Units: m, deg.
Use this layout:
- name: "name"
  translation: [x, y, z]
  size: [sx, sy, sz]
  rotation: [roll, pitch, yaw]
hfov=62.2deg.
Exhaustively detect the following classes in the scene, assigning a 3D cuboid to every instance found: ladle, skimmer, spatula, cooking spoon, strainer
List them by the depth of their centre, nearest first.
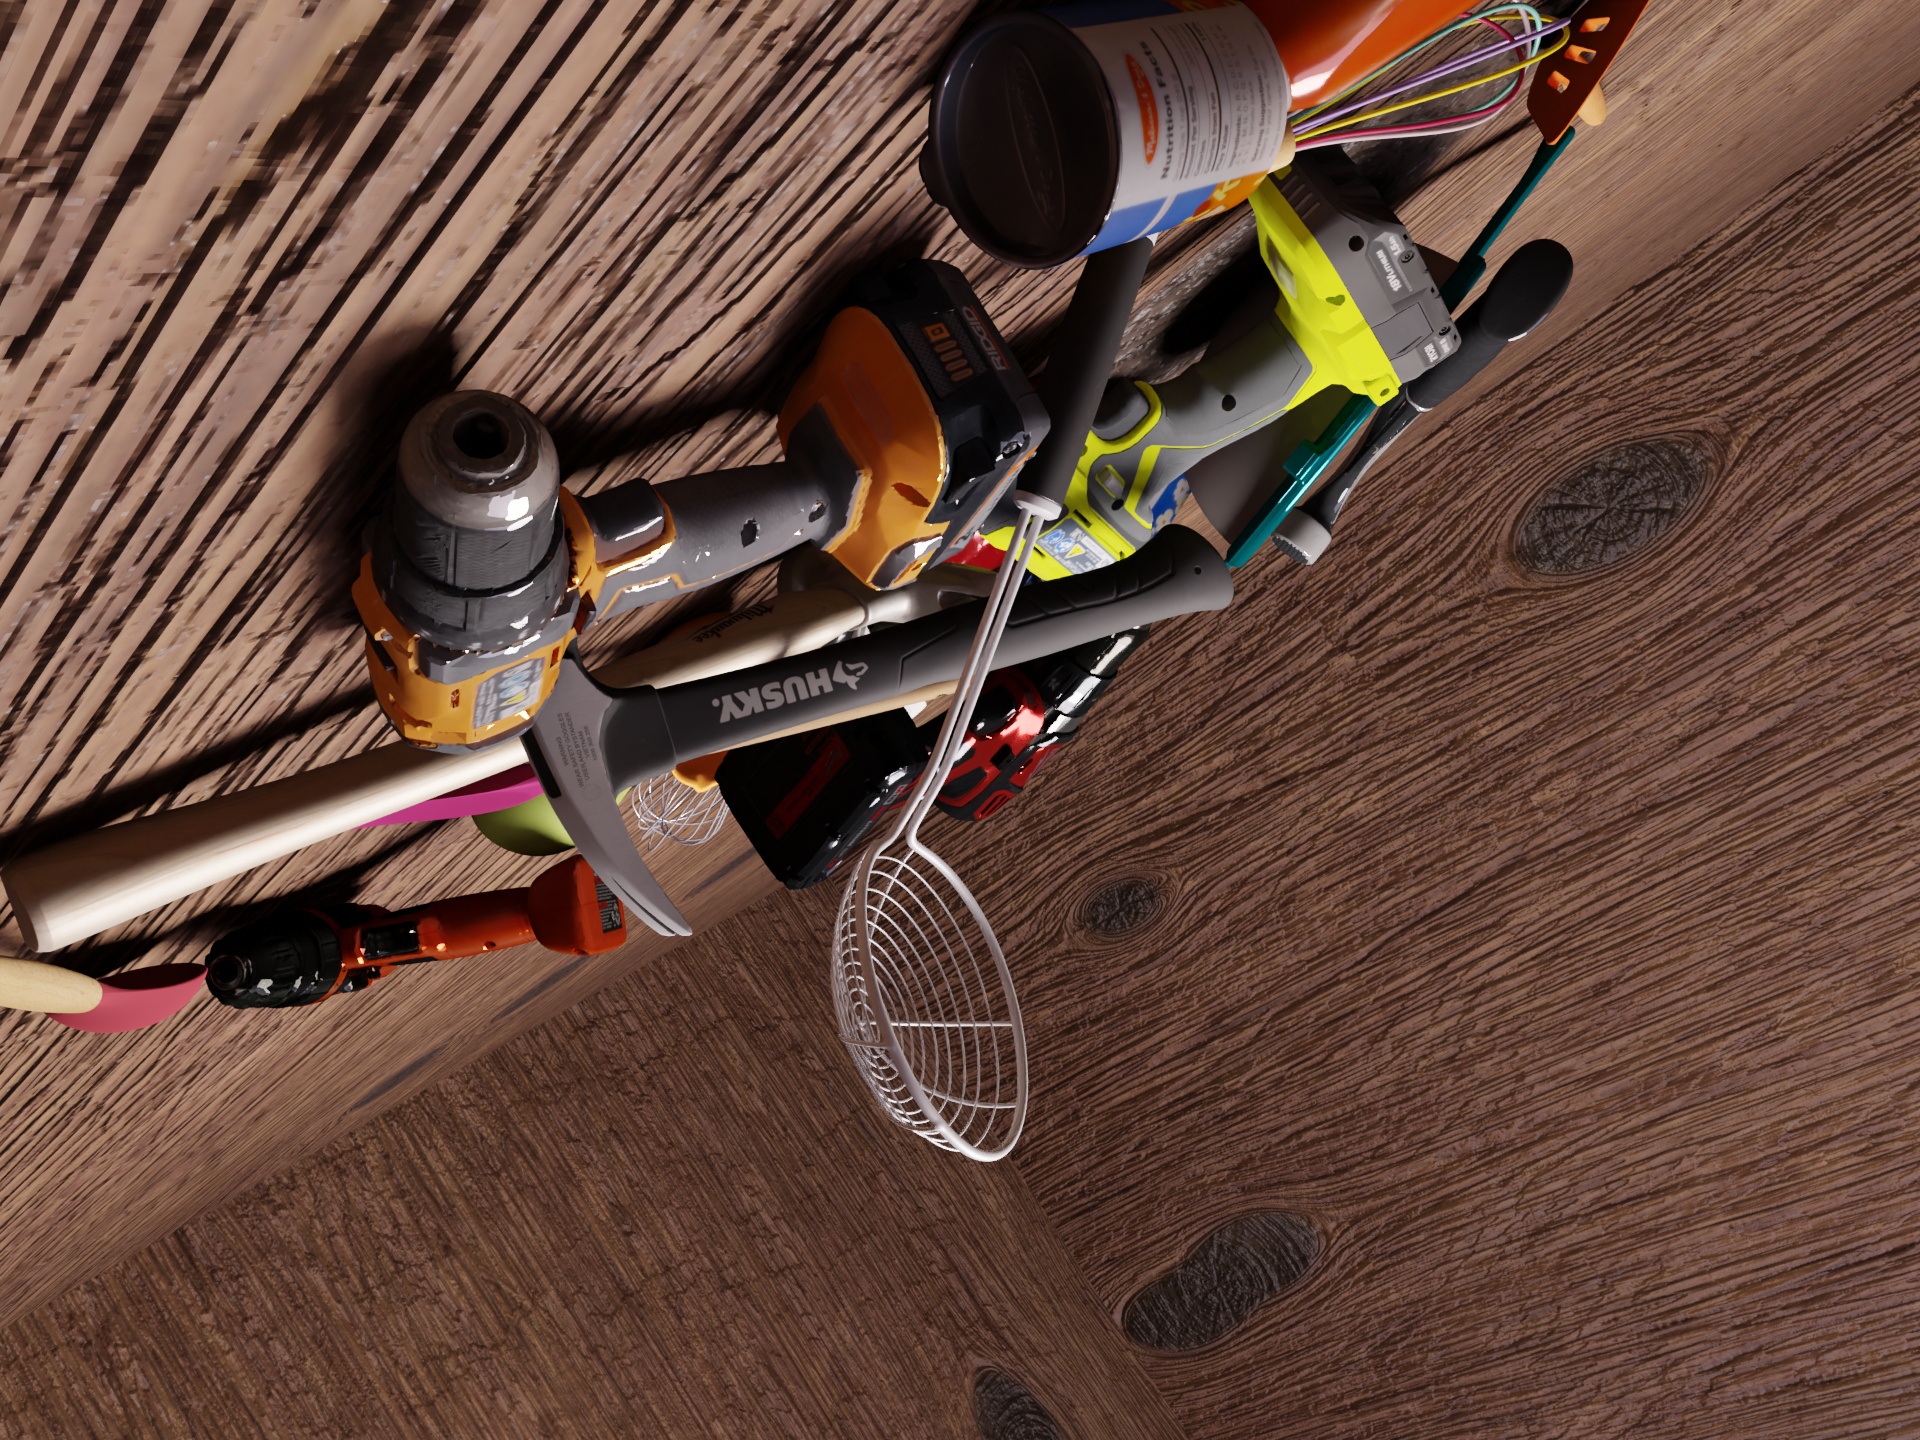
- name: "skimmer"
  translation: [0.035, -0.018, 0.613]
  size: [0.127, 0.090, 0.363]
  rotation: [17, 92, -65]
- name: "ladle"
  translation: [-0.354, 0.107, 0.633]
  size: [0.069, 0.031, 0.315]
  rotation: [-12, 173, -19]
- name: "cooking spoon"
  translation: [-0.150, 0.014, 0.739]
  size: [0.319, 0.017, 0.068]
  rotation: [-13, 170, 8]
- name: "spatula"
  translation: [0.339, -0.339, 0.853]
  size: [0.081, 0.041, 0.322]
  rotation: [-60, 166, 24]
- name: "strainer"
  translation: [0.226, -0.243, 0.904]
  size: [0.340, 0.095, 0.211]
  rotation: [-51, 176, -14]
- name: "ladle"
  translation: [-0.142, -0.024, 0.923]
  size: [0.320, 0.062, 0.078]
  rotation: [-39, -172, -29]

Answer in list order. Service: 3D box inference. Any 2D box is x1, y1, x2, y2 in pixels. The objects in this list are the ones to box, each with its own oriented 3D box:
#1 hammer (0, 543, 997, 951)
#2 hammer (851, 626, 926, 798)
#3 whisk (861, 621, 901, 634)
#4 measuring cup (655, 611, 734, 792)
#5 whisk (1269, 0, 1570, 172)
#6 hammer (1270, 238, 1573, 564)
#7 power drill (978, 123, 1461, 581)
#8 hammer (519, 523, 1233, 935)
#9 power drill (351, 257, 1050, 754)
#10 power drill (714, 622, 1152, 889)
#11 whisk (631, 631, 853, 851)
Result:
- name: "hammer"
  translation: [-0.165, 0.000, 0.658]
  size: [0.410, 0.038, 0.146]
  rotation: [-25, -155, -38]
- name: "hammer"
  translation: [0.055, -0.095, 1.055]
  size: [0.331, 0.128, 0.033]
  rotation: [-40, 152, -9]
- name: "whisk"
  translation: [0.032, -0.078, 1.132]
  size: [0.246, 0.058, 0.059]
  rotation: [-12, 128, -18]
- name: "measuring cup"
  translation: [-0.155, -0.014, 0.799]
  size: [0.173, 0.052, 0.095]
  rotation: [-1, 130, -52]
- name: "whisk"
  translation: [0.138, -0.233, 0.618]
  size: [0.245, 0.047, 0.051]
  rotation: [-27, 162, -18]
- name: "hammer"
  translation: [0.259, -0.182, 0.888]
  size: [0.149, 0.036, 0.409]
  rotation: [-52, 176, -1]
- name: "power drill"
  translation: [0.098, -0.153, 0.720]
  size: [0.223, 0.080, 0.171]
  rotation: [-35, 148, 16]
- name: "hammer"
  translation: [-0.017, -0.022, 0.673]
  size: [0.334, 0.146, 0.035]
  rotation: [-17, -179, -29]
- name: "power drill"
  translation: [-0.084, -0.075, 0.515]
  size: [0.226, 0.084, 0.185]
  rotation: [-26, 171, -24]
- name: "power drill"
  translation: [-0.001, -0.003, 0.863]
  size: [0.226, 0.080, 0.188]
  rotation: [-13, 152, -52]
- name: "whisk"
  translation: [-0.148, 0.007, 1.081]
  size: [0.070, 0.070, 0.284]
  rotation: [-28, 168, -49]
